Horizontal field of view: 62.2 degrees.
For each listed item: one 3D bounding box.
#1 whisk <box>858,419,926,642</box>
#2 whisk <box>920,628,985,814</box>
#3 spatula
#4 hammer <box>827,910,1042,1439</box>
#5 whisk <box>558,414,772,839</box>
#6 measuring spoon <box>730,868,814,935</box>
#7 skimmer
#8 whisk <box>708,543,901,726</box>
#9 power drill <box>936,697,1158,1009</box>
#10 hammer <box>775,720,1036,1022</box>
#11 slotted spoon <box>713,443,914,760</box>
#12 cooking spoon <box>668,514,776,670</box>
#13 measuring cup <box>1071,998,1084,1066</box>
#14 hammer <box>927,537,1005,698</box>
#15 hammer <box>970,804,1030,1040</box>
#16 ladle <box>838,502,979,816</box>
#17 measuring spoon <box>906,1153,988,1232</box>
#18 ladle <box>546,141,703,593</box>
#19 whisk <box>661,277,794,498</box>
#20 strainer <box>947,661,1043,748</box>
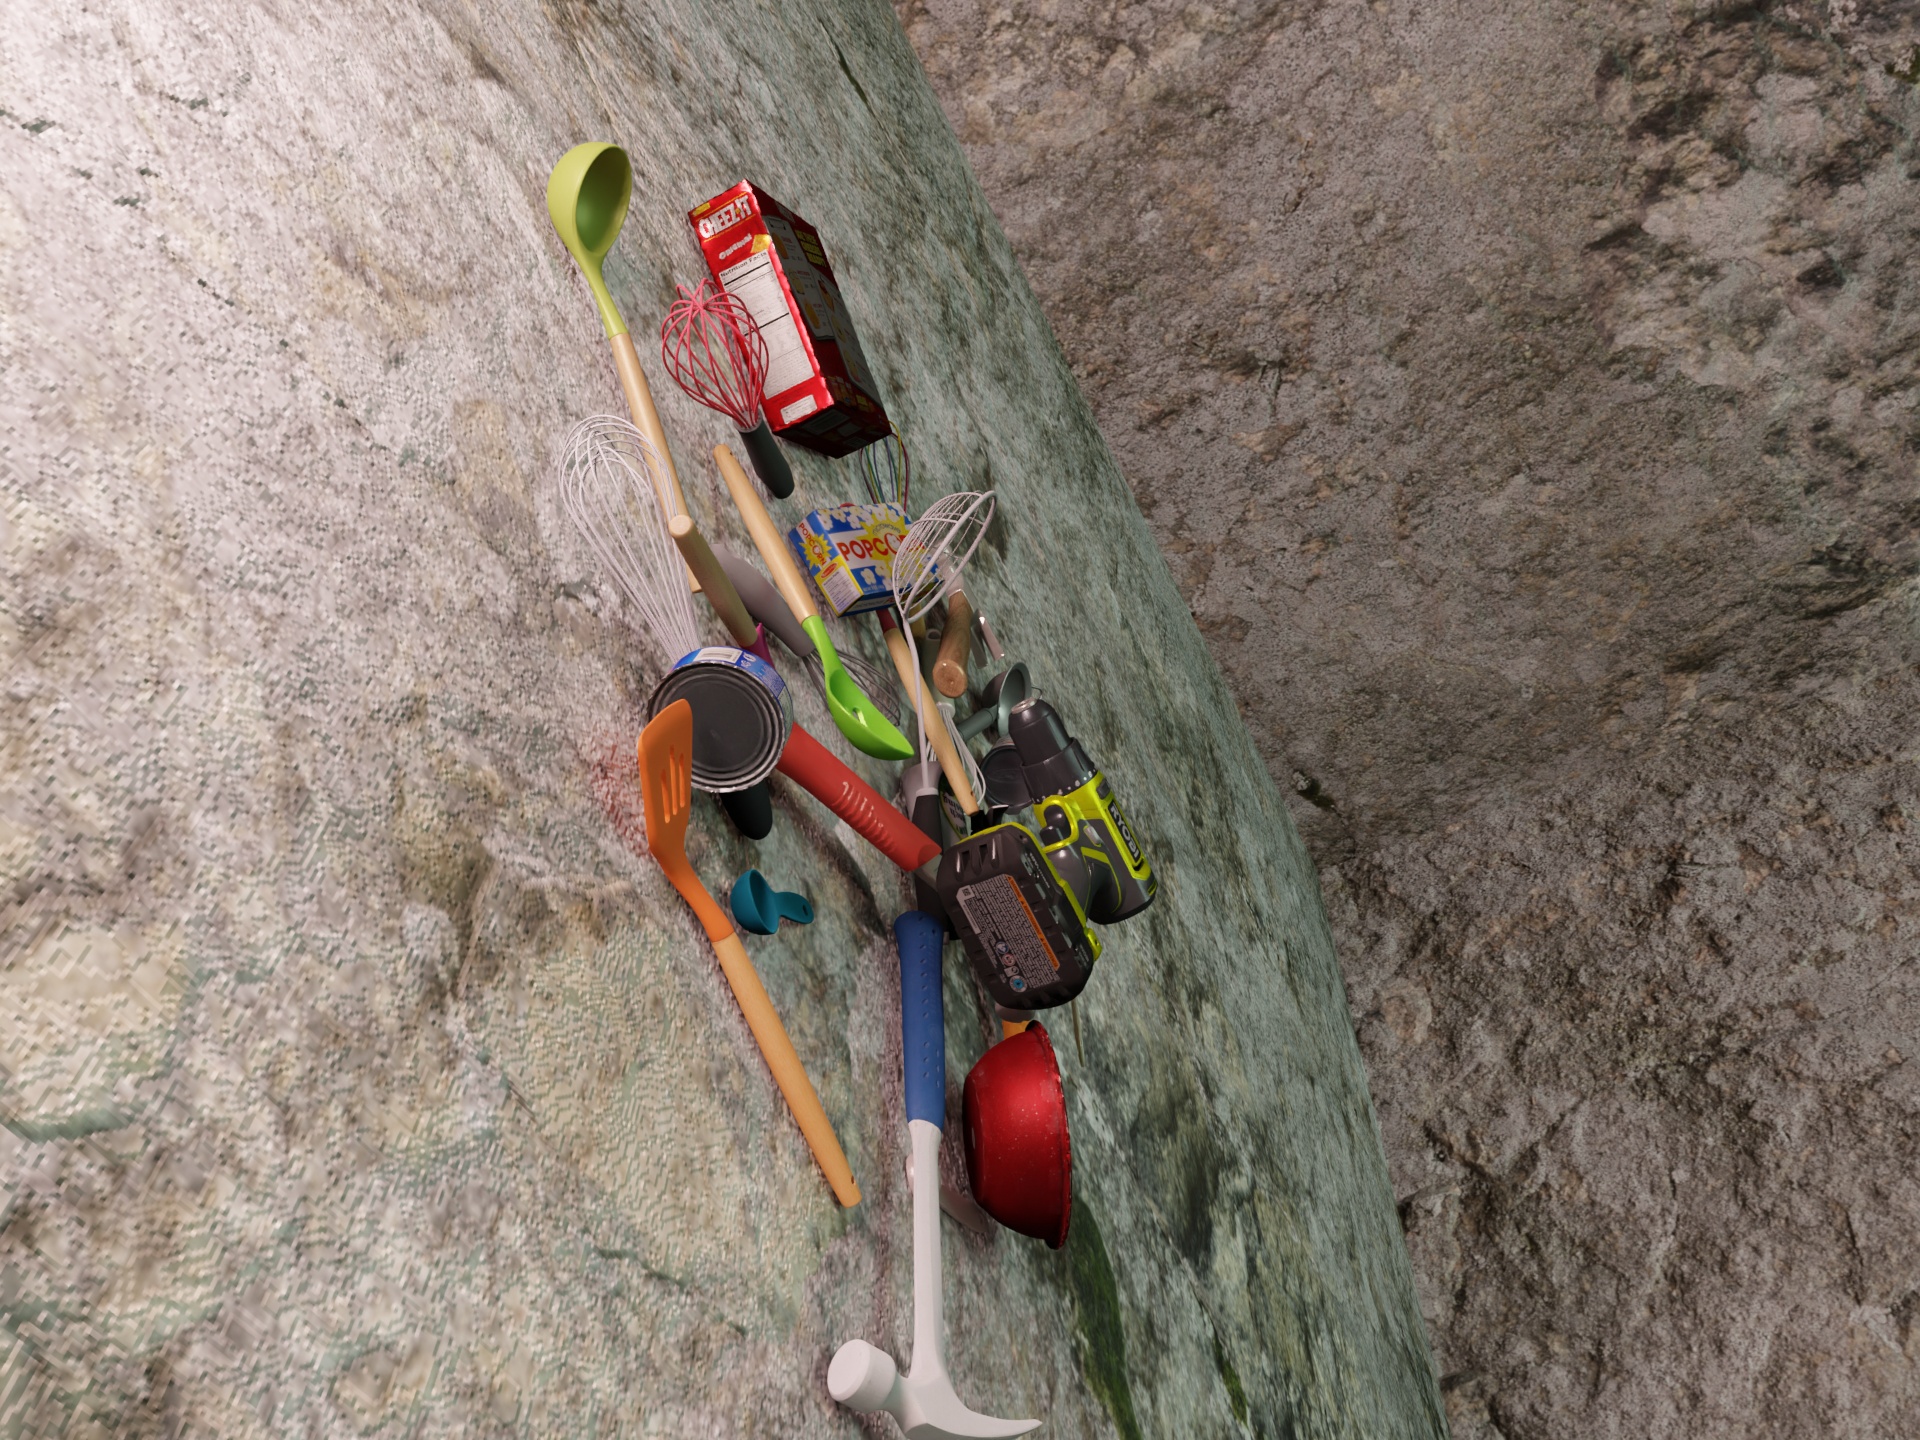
[{"bbox_3d":[-0.062,-0.188,1.545,0.051,0.047,0.245,39,36,-61],"label":"whisk"},{"bbox_3d":[-0.016,-0.001,1.459,0.247,0.057,0.059,-98,-166,-47],"label":"whisk"},{"bbox_3d":[-0.122,0.145,0.934,0.081,0.041,0.322,-58,125,-71],"label":"spatula"},{"bbox_3d":[-0.020,0.283,1.051,0.144,0.035,0.406,38,27,-26],"label":"hammer"},{"bbox_3d":[-0.175,-0.054,0.992,0.070,0.070,0.284,-61,132,-69],"label":"whisk"},{"bbox_3d":[-0.121,0.122,1.020,0.128,0.021,0.042,42,29,-75],"label":"measuring spoon"},{"bbox_3d":[-0.002,-0.004,1.277,0.127,0.090,0.363,78,8,-81],"label":"skimmer"},{"bbox_3d":[-0.117,-0.056,1.200,0.238,0.055,0.055,46,27,-42],"label":"whisk"},{"bbox_3d":[0.066,0.097,1.210,0.190,0.080,0.228,62,27,-9],"label":"power drill"},{"bbox_3d":[-0.048,0.074,1.150,0.358,0.037,0.149,44,37,-35],"label":"hammer"},{"bbox_3d":[-0.116,-0.088,1.141,0.070,0.031,0.314,25,30,-56],"label":"slotted spoon"},{"bbox_3d":[-0.143,-0.063,1.022,0.318,0.017,0.069,78,-4,-73],"label":"cooking spoon"},{"bbox_3d":[0.076,0.219,1.343,0.083,0.038,0.168,89,-6,-50],"label":"measuring cup"},{"bbox_3d":[-0.002,-0.081,1.509,0.130,0.031,0.331,60,10,-15],"label":"hammer"},{"bbox_3d":[0.046,0.237,1.309,0.127,0.034,0.337,90,-9,-63],"label":"hammer"},{"bbox_3d":[-0.048,-0.055,1.365,0.069,0.031,0.316,13,46,-54],"label":"ladle"},{"bbox_3d":[-0.003,0.333,1.111,0.124,0.018,0.034,50,24,-47],"label":"measuring spoon"},{"bbox_3d":[-0.217,-0.245,1.101,0.078,0.062,0.320,-4,75,-79],"label":"ladle"},{"bbox_3d":[-0.162,-0.232,1.176,0.295,0.073,0.073,72,2,-73],"label":"whisk"},{"bbox_3d":[0.025,-0.006,1.591,0.258,0.050,0.087,-33,130,-68],"label":"strainer"}]
